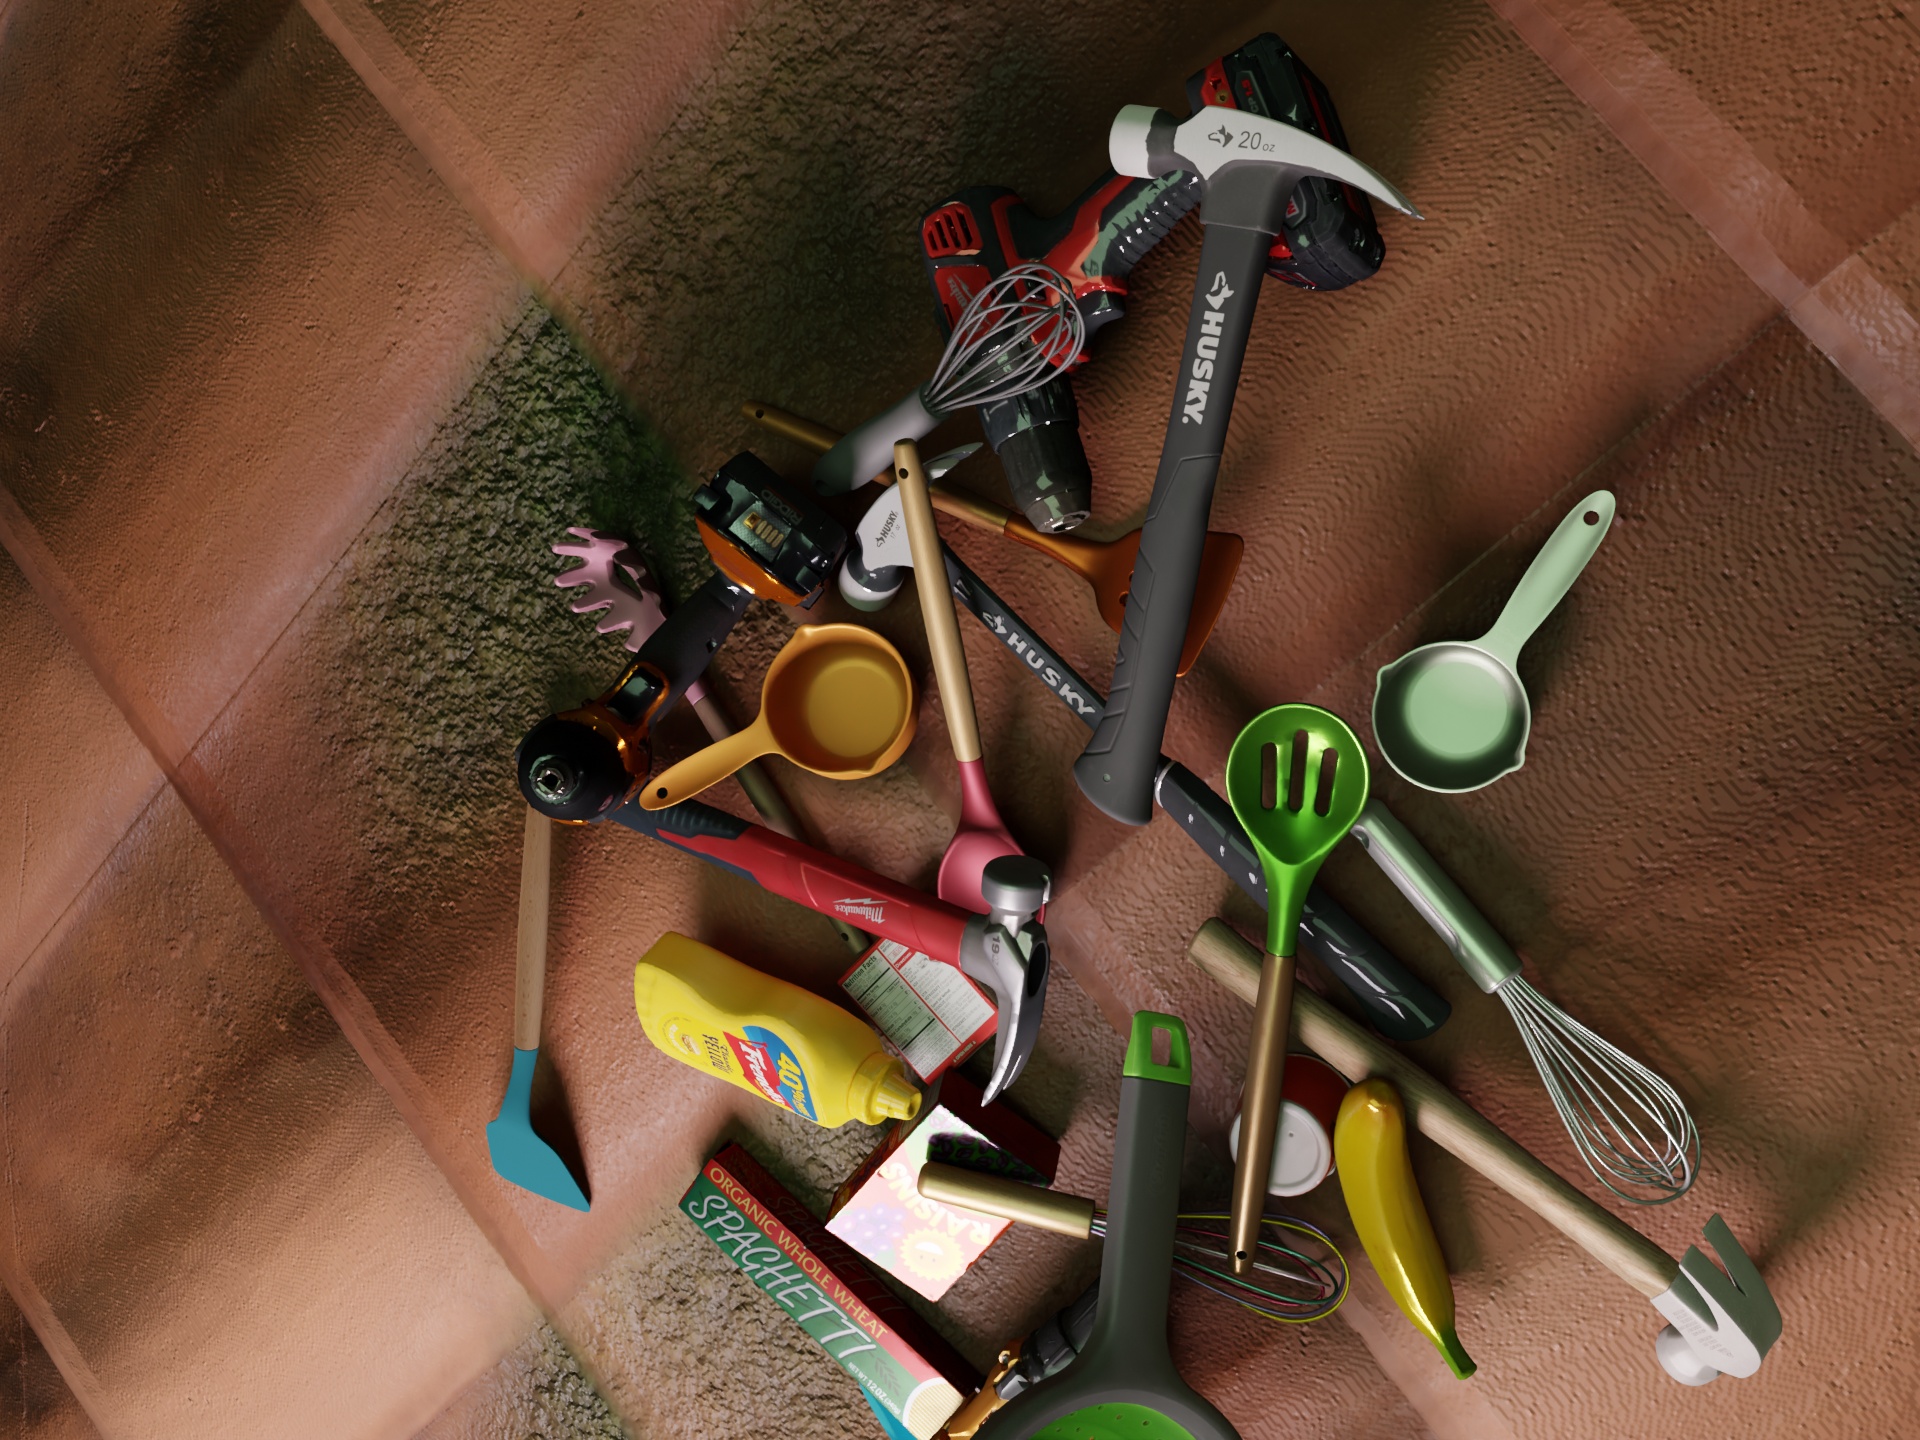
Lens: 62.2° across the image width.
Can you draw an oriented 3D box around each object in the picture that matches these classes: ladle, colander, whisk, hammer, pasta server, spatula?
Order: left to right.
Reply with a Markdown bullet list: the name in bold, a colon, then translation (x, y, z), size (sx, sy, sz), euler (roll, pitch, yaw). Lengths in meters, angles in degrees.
- **spatula**: translation (-0.281, 0.187, 1.056), size (0.082, 0.044, 0.317), euler (14, 106, 22)
- **pasta server**: translation (-0.150, 0.012, 0.983), size (0.060, 0.040, 0.316), euler (-38, 83, 41)
- **hammer**: translation (-0.119, 0.095, 0.953), size (0.386, 0.038, 0.143), euler (18, 115, 30)
- **whisk**: translation (-0.016, -0.166, 0.822), size (0.239, 0.055, 0.055), euler (-25, 87, 52)
- **ladle**: translation (-0.001, -0.003, 0.869), size (0.069, 0.031, 0.315), euler (3, 120, 25)
- **spatula**: translation (0.005, -0.121, 0.891), size (0.323, 0.041, 0.081), euler (26, 96, 20)
- **colander**: translation (0.065, 0.352, 0.829), size (0.094, 0.204, 0.397), euler (-22, 56, 62)
- **whisk**: translation (0.094, 0.288, 0.888), size (0.245, 0.051, 0.047), euler (11, 118, 9)
- **hammer**: translation (0.100, 0.017, 0.849), size (0.409, 0.036, 0.149), euler (44, 147, 7)
- **hammer**: translation (0.111, -0.110, 0.751), size (0.146, 0.035, 0.334), euler (19, 107, 29)
- **hammer**: translation (0.254, 0.207, 0.806), size (0.331, 0.130, 0.031), euler (36, 67, 21)
- **whisk**: translation (0.281, 0.138, 0.807), size (0.059, 0.057, 0.246), euler (-36, 76, -10)

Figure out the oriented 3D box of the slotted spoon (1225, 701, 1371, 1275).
- **slotted spoon**: translation (0.158, 0.141, 0.808), size (0.070, 0.031, 0.313), euler (7, 104, 12)

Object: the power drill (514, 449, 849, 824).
- **power drill**: translation (-0.160, -0.037, 0.881), size (0.084, 0.164, 0.226), euler (39, 91, -5)

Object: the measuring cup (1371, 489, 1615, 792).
- **measuring cup**: translation (0.271, -0.041, 0.787), size (0.083, 0.038, 0.167), euler (36, 109, 15)

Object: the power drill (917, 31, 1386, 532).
- **power drill**: translation (0.093, -0.216, 0.809), size (0.226, 0.080, 0.188), euler (-21, 81, 28)

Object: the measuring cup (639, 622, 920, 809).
- **measuring cup**: translation (-0.104, 0.011, 0.927), size (0.173, 0.052, 0.095), euler (-28, 78, 5)

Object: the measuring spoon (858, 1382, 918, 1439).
- **measuring spoon**: translation (-0.025, 0.460, 1.013), size (0.042, 0.021, 0.129), euler (-46, 70, 25)

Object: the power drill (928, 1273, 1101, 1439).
- **power drill**: translation (0.109, 0.436, 0.901), size (0.226, 0.084, 0.185), euler (40, 104, 11)
